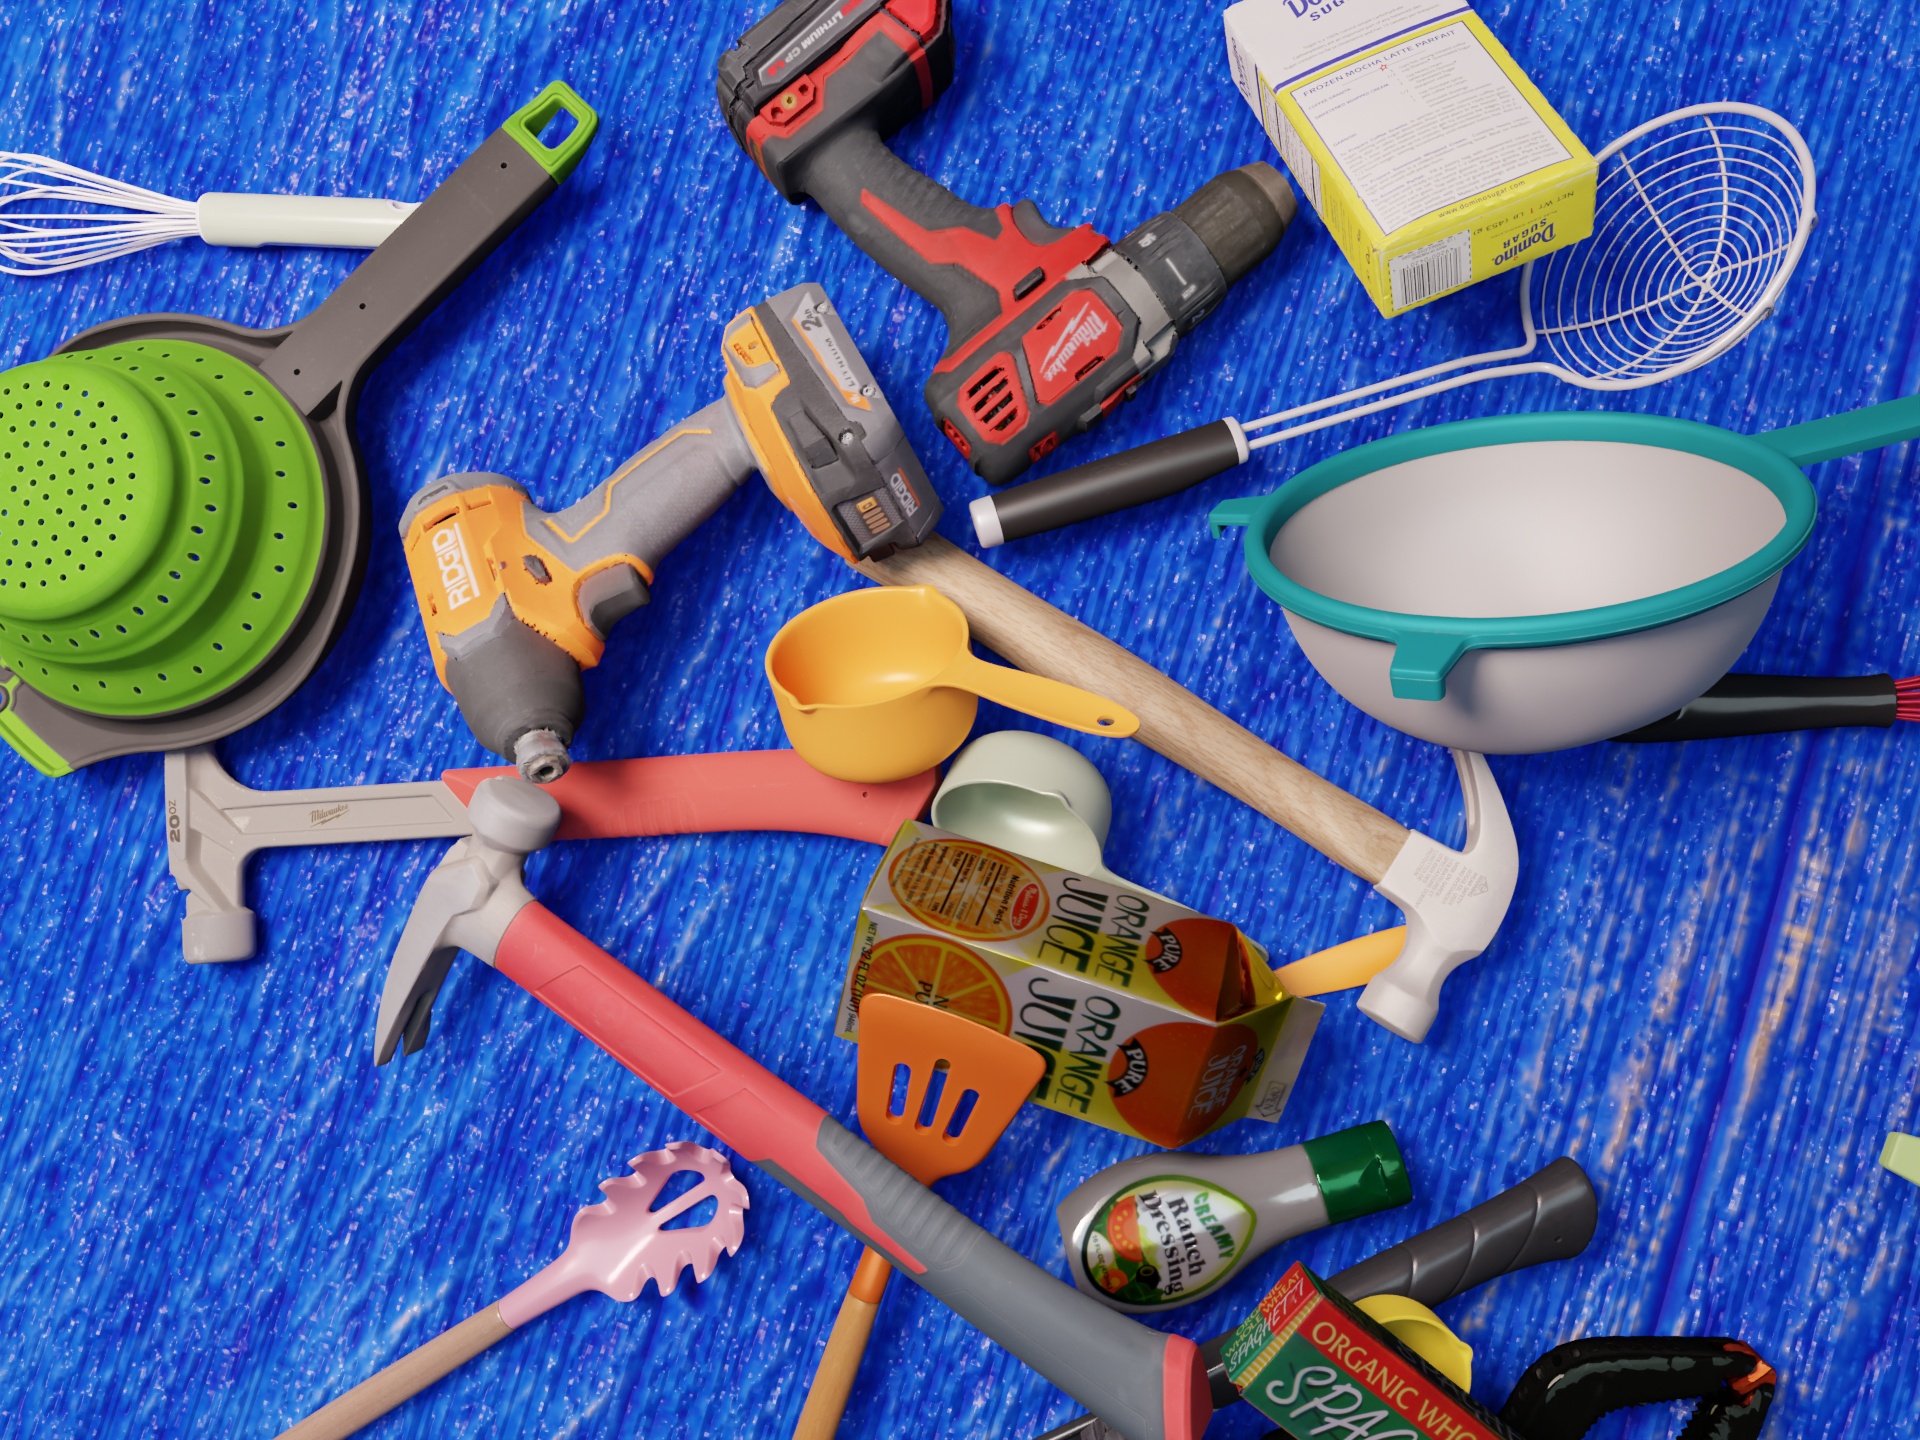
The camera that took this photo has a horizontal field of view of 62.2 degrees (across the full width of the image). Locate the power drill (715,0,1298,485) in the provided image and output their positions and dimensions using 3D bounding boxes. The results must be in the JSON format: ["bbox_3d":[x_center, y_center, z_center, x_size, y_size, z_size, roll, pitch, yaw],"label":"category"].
[{"bbox_3d":[0.021,-0.243,0.718,0.188,0.080,0.227,-39,86,1],"label":"power drill"}]

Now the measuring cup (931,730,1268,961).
[{"bbox_3d":[0.068,0.057,0.701,0.167,0.083,0.038,28,54,-11],"label":"measuring cup"}]

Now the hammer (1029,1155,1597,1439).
[{"bbox_3d":[0.077,0.281,0.659,0.409,0.036,0.149,-25,118,-3],"label":"hammer"}]

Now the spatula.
[{"bbox_3d":[-0.051,0.270,0.677,0.081,0.041,0.322,20,95,6],"label":"spatula"}]

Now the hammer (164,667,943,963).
[{"bbox_3d":[-0.188,0.028,0.731,0.359,0.036,0.149,-4,85,5],"label":"hammer"}]

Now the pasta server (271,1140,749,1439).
[{"bbox_3d":[-0.228,0.282,0.712,0.316,0.040,0.060,-32,84,3],"label":"pasta server"}]

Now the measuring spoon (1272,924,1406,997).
[{"bbox_3d":[0.168,0.110,0.704,0.117,0.011,0.021,-17,84,3],"label":"measuring spoon"}]

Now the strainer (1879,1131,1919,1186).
[{"bbox_3d":[0.505,0.185,0.639,0.256,0.069,0.151,-26,81,2],"label":"strainer"}]

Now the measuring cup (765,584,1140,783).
[{"bbox_3d":[-0.001,-0.002,0.663,0.174,0.052,0.095,18,45,30],"label":"measuring cup"}]

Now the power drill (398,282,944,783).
[{"bbox_3d":[-0.127,-0.076,0.688,0.226,0.084,0.164,-29,54,2],"label":"power drill"}]

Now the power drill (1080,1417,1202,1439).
[{"bbox_3d":[0.027,0.381,0.629,0.219,0.079,0.143,-44,115,9],"label":"power drill"}]

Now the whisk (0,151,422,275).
[{"bbox_3d":[-0.371,-0.242,0.770,0.246,0.058,0.059,3,120,2],"label":"whisk"}]

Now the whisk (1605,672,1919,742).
[{"bbox_3d":[0.413,-0.010,0.673,0.296,0.073,0.073,-2,85,12],"label":"whisk"}]

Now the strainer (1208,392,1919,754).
[{"bbox_3d":[0.287,-0.063,0.652,0.340,0.211,0.095,-15,117,-7],"label":"strainer"}]

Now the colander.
[{"bbox_3d":[-0.317,-0.150,0.698,0.204,0.094,0.397,44,89,9],"label":"colander"}]

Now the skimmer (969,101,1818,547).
[{"bbox_3d":[0.173,-0.160,0.679,0.363,0.090,0.127,-18,52,1],"label":"skimmer"}]

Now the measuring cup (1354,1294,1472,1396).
[{"bbox_3d":[0.191,0.300,0.642,0.062,0.029,0.156,-26,102,-2],"label":"measuring cup"}]

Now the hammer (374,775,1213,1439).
[{"bbox_3d":[-0.076,0.182,0.646,0.386,0.038,0.143,32,105,16],"label":"hammer"}]

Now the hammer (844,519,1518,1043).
[{"bbox_3d":[0.094,-0.003,0.708,0.331,0.031,0.130,33,84,8],"label":"hammer"}]
